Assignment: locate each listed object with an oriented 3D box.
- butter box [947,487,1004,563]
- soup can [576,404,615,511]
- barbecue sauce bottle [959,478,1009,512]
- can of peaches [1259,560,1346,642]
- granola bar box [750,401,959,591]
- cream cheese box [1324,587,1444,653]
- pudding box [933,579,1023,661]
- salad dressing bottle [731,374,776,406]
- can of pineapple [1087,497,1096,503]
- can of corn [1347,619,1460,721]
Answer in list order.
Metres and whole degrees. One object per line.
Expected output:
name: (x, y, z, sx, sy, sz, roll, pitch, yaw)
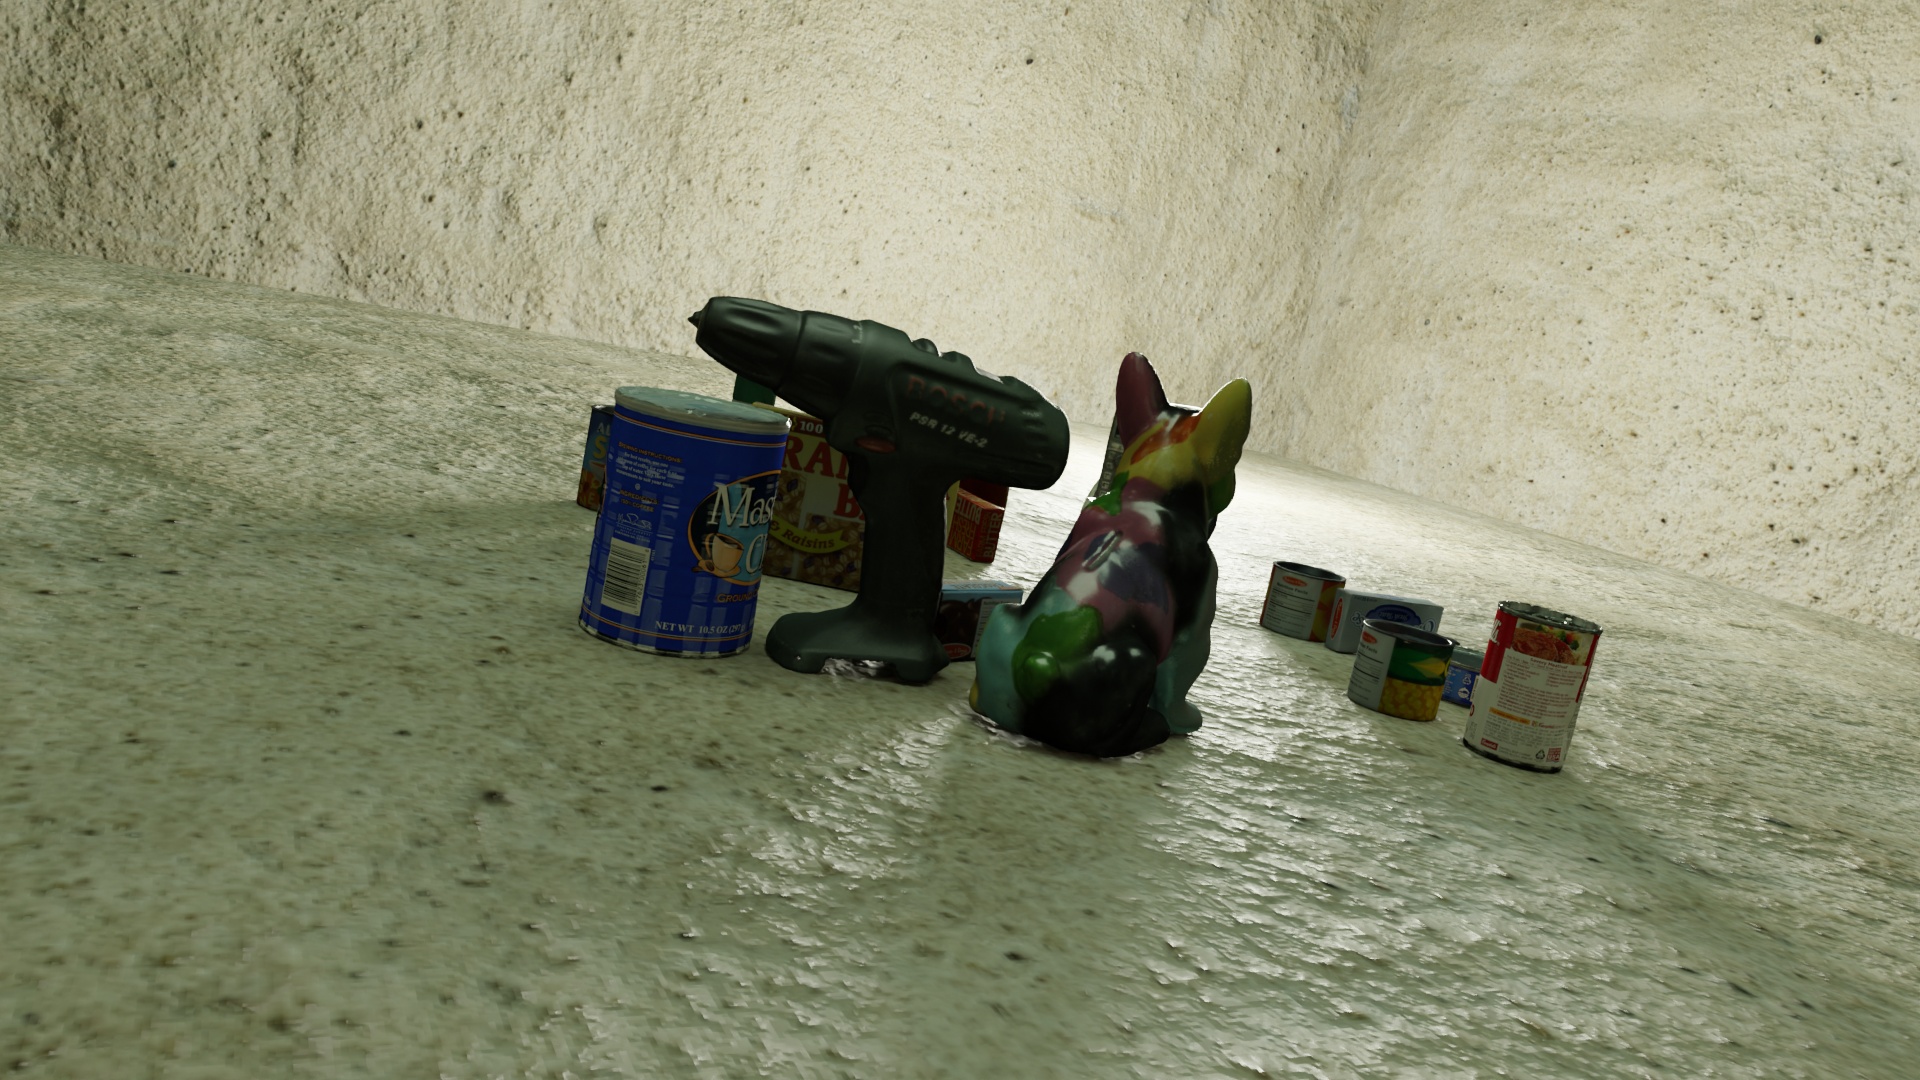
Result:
butter box: (0.005, -0.016, 1.311, 0.024, 0.053, 0.103, 7, 10, -27)
soup can: (-0.283, -0.067, 1.167, 0.071, 0.083, 0.071, 11, 9, -2)
barbecue sauce bottle: (0.023, -0.078, 1.406, 0.065, 0.148, 0.044, 10, 9, -9)
can of peaches: (0.307, 0.054, 1.244, 0.071, 0.058, 0.071, 11, 9, -2)
granola bar box: (-0.088, -0.028, 1.049, 0.166, 0.124, 0.039, 11, 9, -2)
cream cheese box: (0.370, 0.075, 1.215, 0.104, 0.053, 0.024, 8, 10, -23)
pudding box: (0.002, 0.052, 0.916, 0.030, 0.049, 0.084, 20, 12, 42)
salad dressing bottle: (-0.184, -0.083, 1.186, 0.044, 0.147, 0.064, 16, 10, 24)
can of pineapple: (0.159, -0.009, 1.436, 0.071, 0.057, 0.071, 11, 9, -2)
can of corn: (0.326, 0.096, 1.024, 0.071, 0.058, 0.071, 11, 9, -2)
